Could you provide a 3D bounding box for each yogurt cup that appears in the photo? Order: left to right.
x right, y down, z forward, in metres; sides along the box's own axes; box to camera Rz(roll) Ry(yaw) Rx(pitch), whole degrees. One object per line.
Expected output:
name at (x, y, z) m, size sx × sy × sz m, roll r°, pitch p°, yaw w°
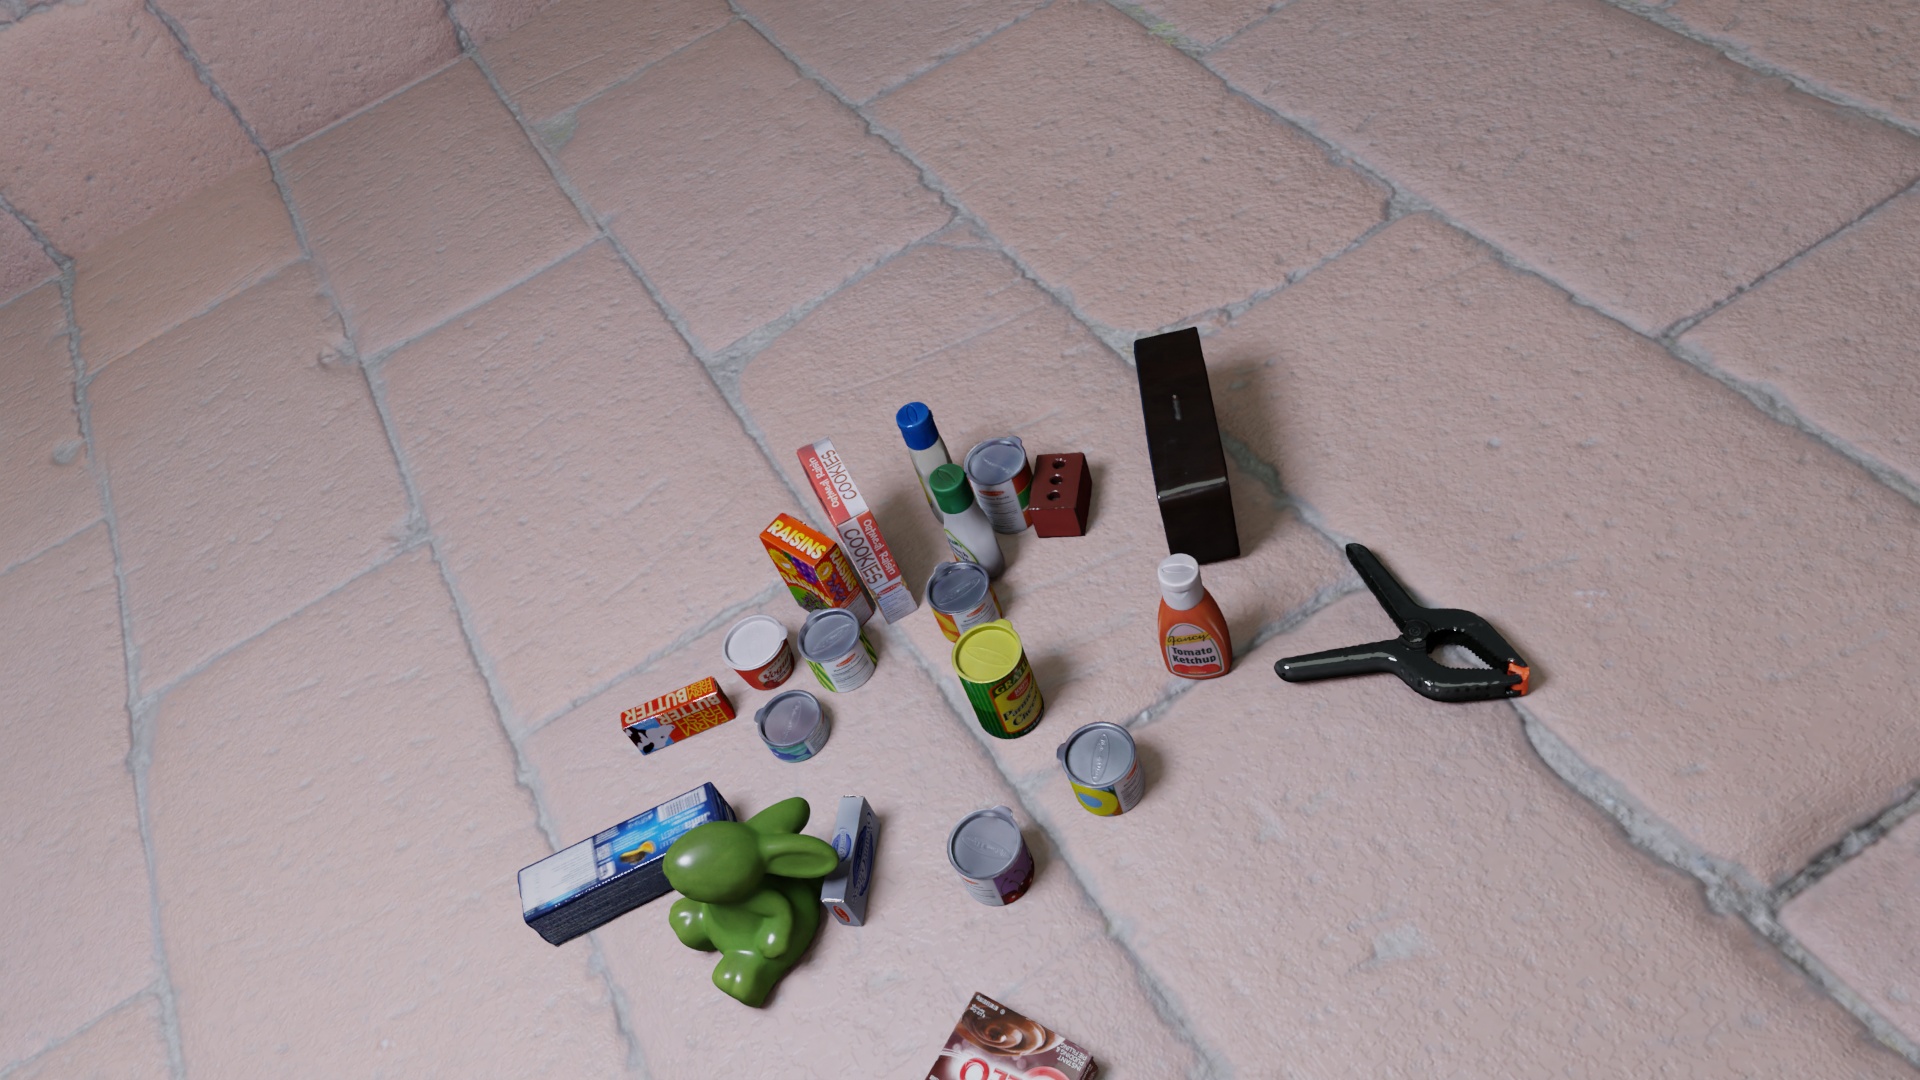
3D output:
yogurt cup at (-0.205, 0.117, 1.427) m, size 0.072 × 0.053 × 0.073 m, roll -10°, pitch 49°, yaw 11°

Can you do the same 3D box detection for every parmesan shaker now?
parmesan shaker at (0.038, 0.131, 1.299) m, size 0.071 × 0.102 × 0.072 m, roll -10°, pitch 49°, yaw 11°

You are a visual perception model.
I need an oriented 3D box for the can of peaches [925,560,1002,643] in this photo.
can of peaches at (0.003, 0.062, 1.399) m, size 0.071 × 0.057 × 0.071 m, roll -10°, pitch 49°, yaw 11°

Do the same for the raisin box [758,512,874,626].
raisin box at (-0.147, 0.035, 1.429) m, size 0.086 × 0.123 × 0.040 m, roll 28°, pitch 65°, yaw 35°

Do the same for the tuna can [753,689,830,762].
tuna can at (-0.166, 0.183, 1.372) m, size 0.071 × 0.032 × 0.071 m, roll -10°, pitch 49°, yaw 11°

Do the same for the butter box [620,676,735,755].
butter box at (-0.285, 0.177, 1.405) m, size 0.103 × 0.053 × 0.024 m, roll -22°, pitch 48°, yaw 0°

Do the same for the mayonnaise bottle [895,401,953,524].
mayonnaise bottle at (-0.031, -0.084, 1.473) m, size 0.041 × 0.147 × 0.065 m, roll -22°, pitch 48°, yaw 0°

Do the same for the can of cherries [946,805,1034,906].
can of cherries at (0.029, 0.275, 1.211) m, size 0.071 × 0.058 × 0.072 m, roll -10°, pitch 49°, yaw 11°

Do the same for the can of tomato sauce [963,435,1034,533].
can of tomato sauce at (0.047, -0.059, 1.468) m, size 0.071 × 0.082 × 0.071 m, roll -10°, pitch 49°, yaw 11°

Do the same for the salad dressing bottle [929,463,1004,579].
salad dressing bottle at (0.005, -0.018, 1.405) m, size 0.044 × 0.147 × 0.064 m, roll -39°, pitch 50°, yaw -14°

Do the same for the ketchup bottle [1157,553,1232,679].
ketchup bottle at (0.208, 0.070, 1.261) m, size 0.065 × 0.148 × 0.044 m, roll -2°, pitch 51°, yaw 18°

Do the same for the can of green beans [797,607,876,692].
can of green beans at (-0.124, 0.111, 1.402) m, size 0.071 × 0.057 × 0.071 m, roll -10°, pitch 49°, yaw 11°

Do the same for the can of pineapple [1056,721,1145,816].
can of pineapple at (0.127, 0.203, 1.238) m, size 0.071 × 0.057 × 0.071 m, roll -10°, pitch 49°, yaw 11°

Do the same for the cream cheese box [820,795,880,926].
cream cheese box at (-0.098, 0.287, 1.248) m, size 0.024 × 0.053 × 0.104 m, roll -4°, pitch 50°, yaw 16°

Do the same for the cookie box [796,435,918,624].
cookie box at (-0.106, -0.009, 1.423) m, size 0.040 × 0.166 × 0.123 m, roll -28°, pitch 48°, yaw -5°
